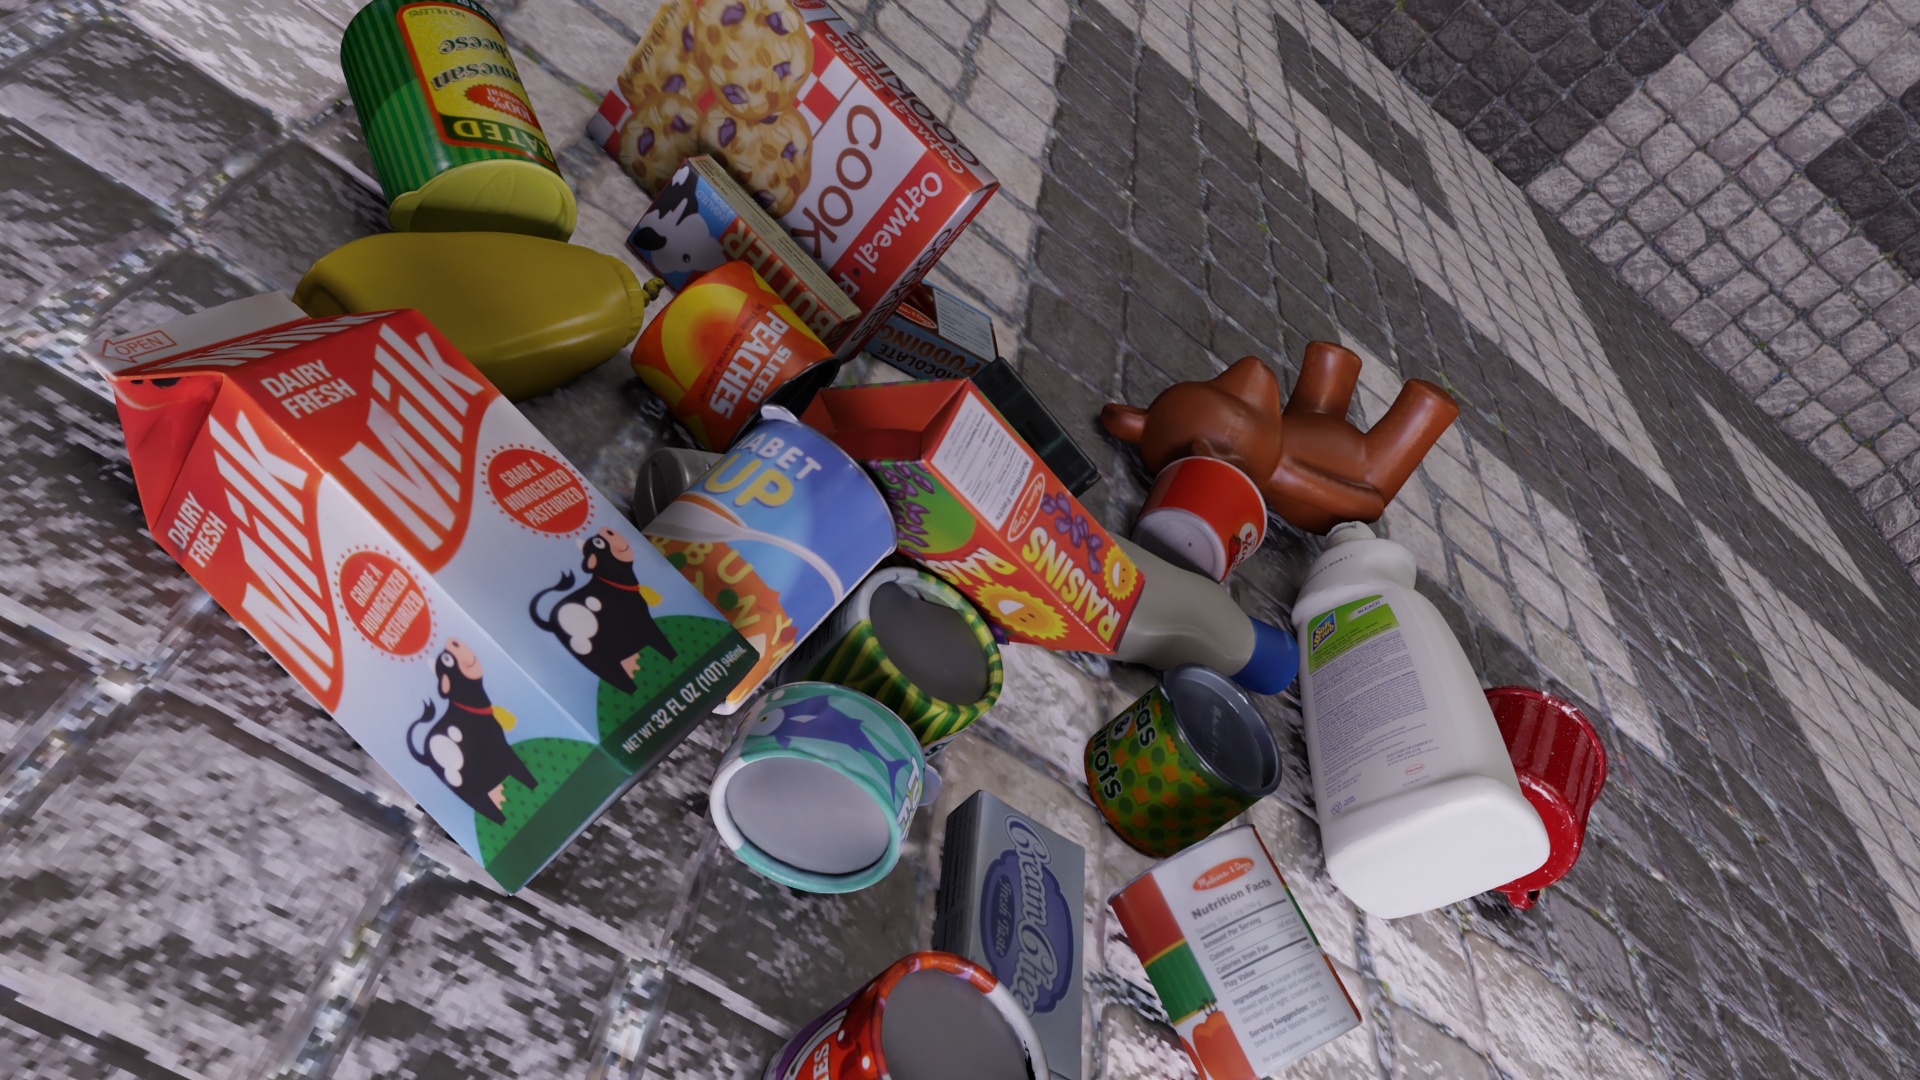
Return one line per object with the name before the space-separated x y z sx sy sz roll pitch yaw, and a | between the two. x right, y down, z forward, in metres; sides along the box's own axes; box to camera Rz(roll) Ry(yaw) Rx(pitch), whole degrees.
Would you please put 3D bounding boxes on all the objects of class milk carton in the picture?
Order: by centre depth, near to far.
milk carton | -0.160 0.002 0.407 0.190 0.073 0.073 46 32 0

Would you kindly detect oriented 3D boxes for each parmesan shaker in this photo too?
parmesan shaker | -0.201 -0.160 0.546 0.071 0.071 0.103 3 52 -47

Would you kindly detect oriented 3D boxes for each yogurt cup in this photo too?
yogurt cup | 0.125 -0.005 0.750 0.072 0.072 0.054 46 40 0

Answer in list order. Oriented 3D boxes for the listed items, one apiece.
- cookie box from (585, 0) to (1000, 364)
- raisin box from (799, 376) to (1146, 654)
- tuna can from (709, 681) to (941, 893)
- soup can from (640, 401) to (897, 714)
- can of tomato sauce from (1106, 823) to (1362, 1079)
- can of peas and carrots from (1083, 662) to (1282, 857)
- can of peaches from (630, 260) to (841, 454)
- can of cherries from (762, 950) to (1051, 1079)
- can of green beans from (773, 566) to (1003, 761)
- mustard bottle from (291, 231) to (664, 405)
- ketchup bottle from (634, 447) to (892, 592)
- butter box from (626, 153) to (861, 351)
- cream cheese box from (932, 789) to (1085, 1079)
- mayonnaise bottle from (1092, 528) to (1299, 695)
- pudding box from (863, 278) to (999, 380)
cookie box | -0.081 -0.181 0.654 0.167 0.122 0.040 46 33 1
raisin box | 0.002 -0.007 0.526 0.123 0.086 0.040 45 61 -36
tuna can | -0.044 0.082 0.454 0.071 0.070 0.033 38 34 -12
soup can | -0.075 0.006 0.475 0.071 0.071 0.084 44 63 -2
can of tomato sauce | 0.105 0.163 0.539 0.071 0.071 0.083 1 53 -48
can of peas and carrots | 0.095 0.095 0.607 0.071 0.058 0.071 29 35 -23
can of peaches | -0.092 -0.073 0.571 0.058 0.071 0.071 47 32 4
can of cherries | -0.018 0.162 0.404 0.071 0.058 0.072 30 35 -24
can of green beans | -0.026 0.052 0.518 0.071 0.057 0.071 30 36 -24
mustard bottle | -0.165 -0.083 0.519 0.065 0.048 0.161 52 32 8
ketchup bottle | -0.058 -0.011 0.564 0.149 0.043 0.065 7 59 -44
butter box | -0.099 -0.120 0.632 0.103 0.053 0.024 46 29 -1
cream cheese box | 0.017 0.143 0.497 0.053 0.024 0.104 34 34 -19
mayonnaise bottle | 0.111 0.042 0.702 0.148 0.041 0.065 23 40 -33
pudding box | -0.020 -0.112 0.733 0.083 0.030 0.050 25 39 -30
